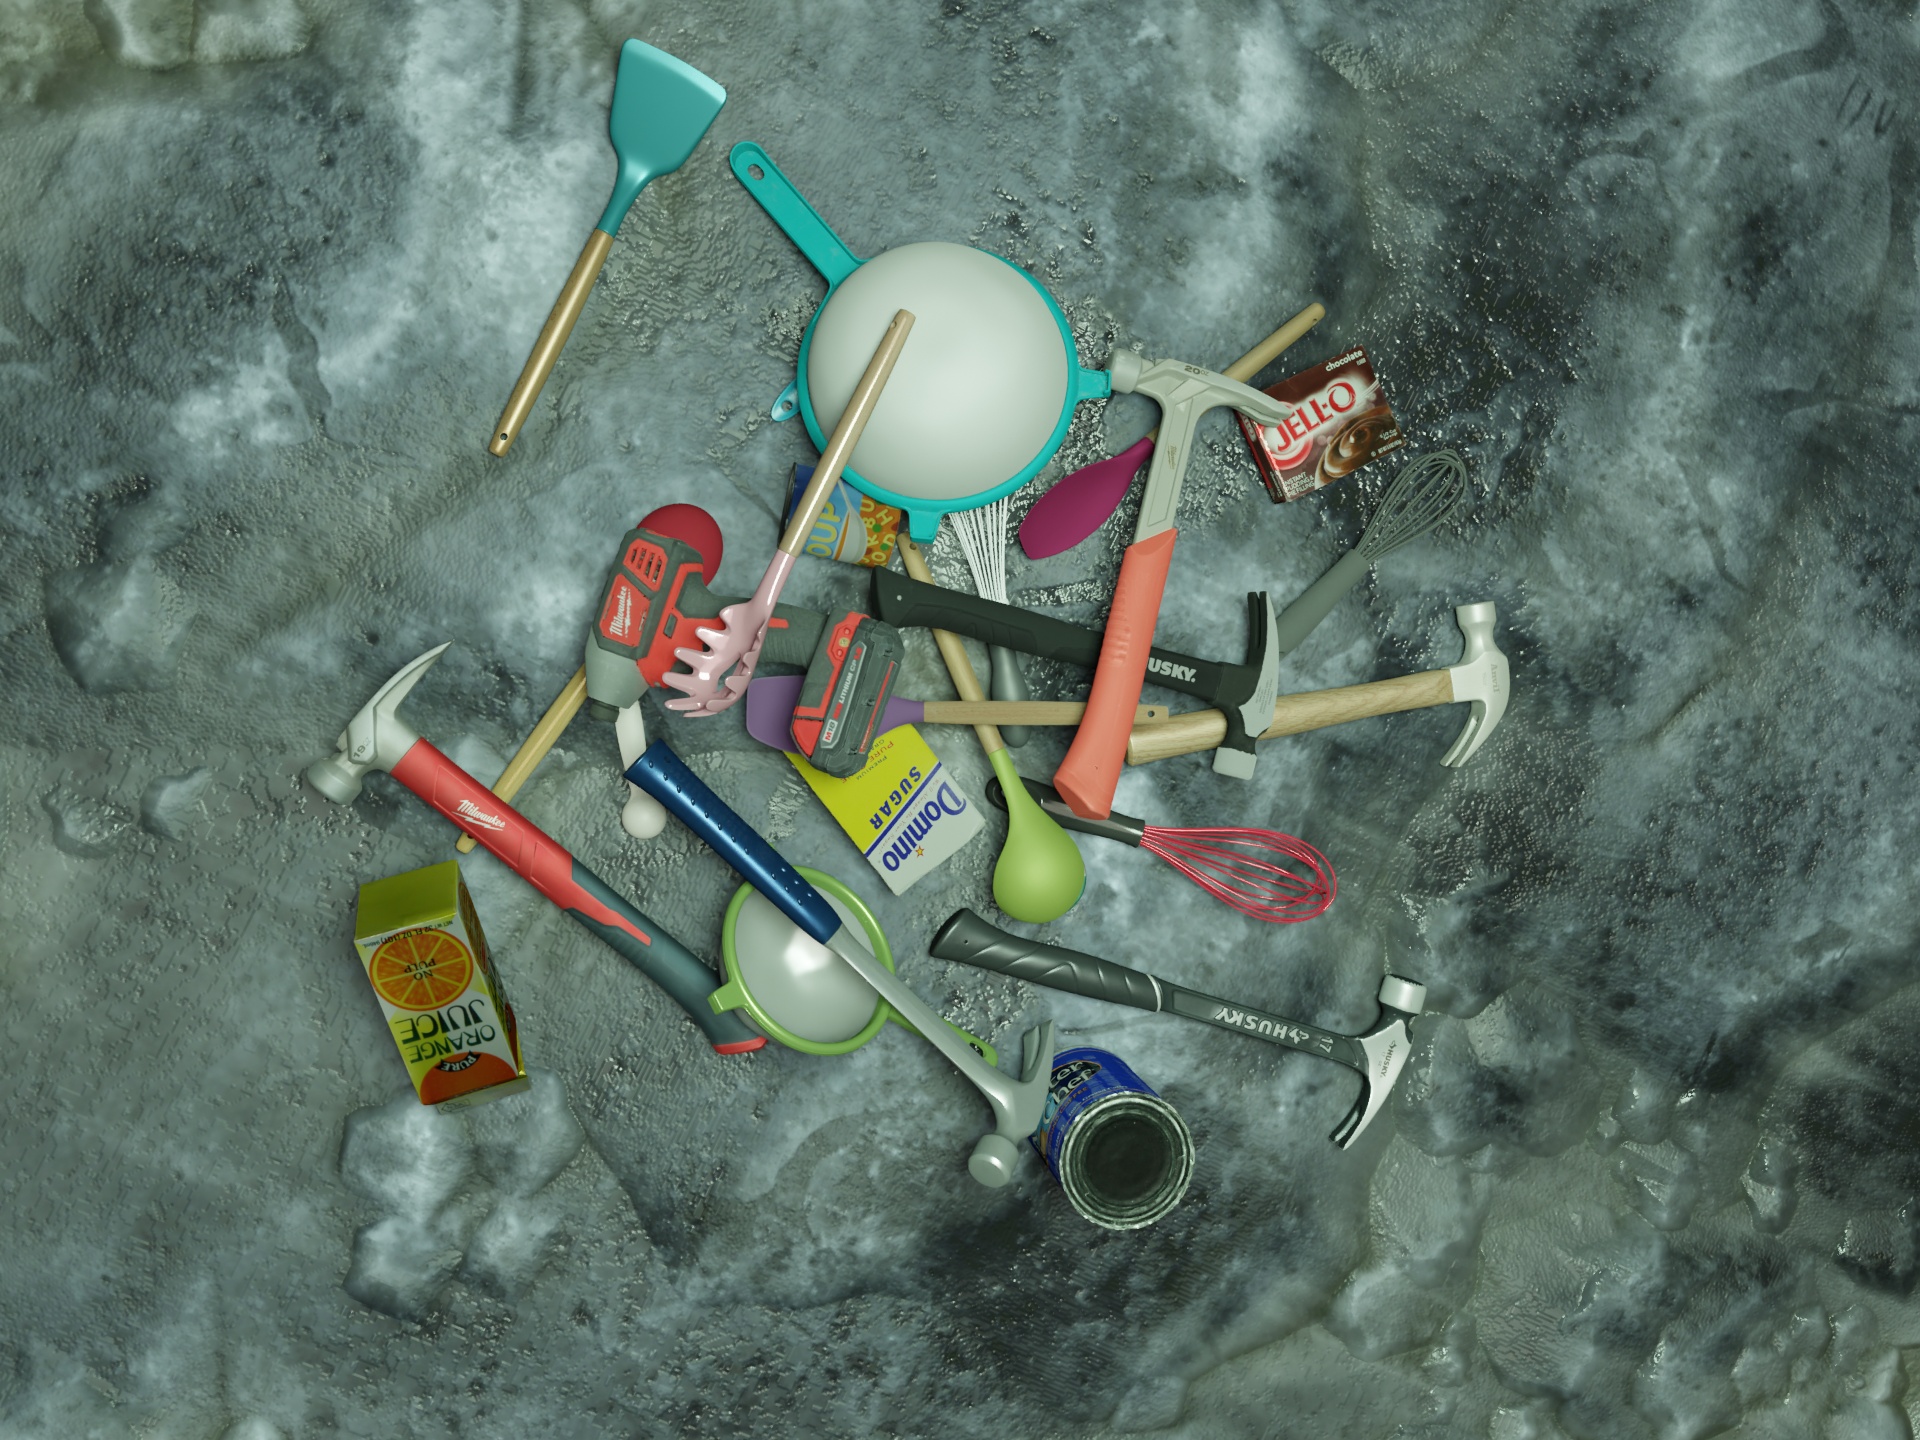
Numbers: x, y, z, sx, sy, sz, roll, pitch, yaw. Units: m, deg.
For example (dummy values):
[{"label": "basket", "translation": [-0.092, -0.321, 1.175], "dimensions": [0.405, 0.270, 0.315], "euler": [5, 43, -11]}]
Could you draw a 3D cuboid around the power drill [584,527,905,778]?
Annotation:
[{"label": "power drill", "translation": [-0.163, -0.040, 1.149], "dimensions": [0.219, 0.078, 0.143], "euler": [20, 89, 5]}]

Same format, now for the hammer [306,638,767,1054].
[{"label": "hammer", "translation": [-0.283, 0.109, 1.185], "dimensions": [0.386, 0.038, 0.143], "euler": [41, 88, -13]}]

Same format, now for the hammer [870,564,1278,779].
[{"label": "hammer", "translation": [0.091, -0.063, 1.215], "dimensions": [0.334, 0.035, 0.146], "euler": [14, 89, -15]}]

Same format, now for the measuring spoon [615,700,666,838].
[{"label": "measuring spoon", "translation": [-0.248, 0.030, 1.211], "dimensions": [0.034, 0.018, 0.124], "euler": [-9, 93, -9]}]

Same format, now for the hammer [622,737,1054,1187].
[{"label": "hammer", "translation": [-0.085, 0.162, 1.182], "dimensions": [0.405, 0.035, 0.144], "euler": [44, 41, -8]}]

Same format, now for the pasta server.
[{"label": "pasta server", "translation": [-0.111, -0.141, 1.089], "dimensions": [0.040, 0.060, 0.316], "euler": [26, 91, -51]}]

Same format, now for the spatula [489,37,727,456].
[{"label": "spatula", "translation": [-0.277, -0.341, 1.178], "dimensions": [0.082, 0.044, 0.317], "euler": [26, 89, -13]}]

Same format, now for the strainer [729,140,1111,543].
[{"label": "strainer", "translation": [-0.059, -0.311, 1.155], "dimensions": [0.211, 0.095, 0.340], "euler": [-40, 84, -5]}]

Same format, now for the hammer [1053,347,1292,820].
[{"label": "hammer", "translation": [0.144, -0.098, 1.189], "dimensions": [0.149, 0.036, 0.359], "euler": [17, 76, -10]}]

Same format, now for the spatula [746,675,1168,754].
[{"label": "spatula", "translation": [-0.002, -0.004, 1.192], "dimensions": [0.316, 0.018, 0.060], "euler": [0, 88, -2]}]

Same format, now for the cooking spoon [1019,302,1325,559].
[{"label": "cooking spoon", "translation": [0.170, -0.235, 1.266], "dimensions": [0.319, 0.017, 0.068], "euler": [-39, 140, -9]}]

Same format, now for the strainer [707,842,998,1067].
[{"label": "strainer", "translation": [-0.087, 0.217, 1.223], "dimensions": [0.256, 0.069, 0.152], "euler": [34, 43, -22]}]

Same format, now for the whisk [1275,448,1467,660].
[{"label": "whisk", "translation": [0.323, -0.129, 1.293], "dimensions": [0.239, 0.055, 0.055], "euler": [-45, 99, 0]}]

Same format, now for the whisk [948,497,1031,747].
[{"label": "whisk", "translation": [0.021, -0.117, 1.235], "dimensions": [0.070, 0.070, 0.284], "euler": [-11, 99, -9]}]

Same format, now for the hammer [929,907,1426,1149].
[{"label": "hammer", "translation": [0.172, 0.230, 1.285], "dimensions": [0.409, 0.036, 0.149], "euler": [17, 90, -10]}]

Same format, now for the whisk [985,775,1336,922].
[{"label": "whisk", "translation": [0.161, 0.097, 1.268], "dimensions": [0.296, 0.073, 0.073], "euler": [18, 89, -4]}]

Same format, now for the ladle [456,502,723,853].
[{"label": "ladle", "translation": [-0.284, -0.031, 1.200], "dimensions": [0.069, 0.031, 0.315], "euler": [35, 88, -6]}]

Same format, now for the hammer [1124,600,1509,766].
[{"label": "hammer", "translation": [0.292, -0.007, 1.296], "dimensions": [0.331, 0.031, 0.130], "euler": [-11, 94, -9]}]

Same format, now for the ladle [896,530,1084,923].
[{"label": "ladle", "translation": [0.012, 0.004, 1.227], "dimensions": [0.078, 0.062, 0.320], "euler": [-18, 80, -30]}]

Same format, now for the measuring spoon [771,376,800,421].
[{"label": "measuring spoon", "translation": [-0.099, -0.278, 1.229], "dimensions": [0.128, 0.021, 0.042], "euler": [-43, 99, 4]}]
